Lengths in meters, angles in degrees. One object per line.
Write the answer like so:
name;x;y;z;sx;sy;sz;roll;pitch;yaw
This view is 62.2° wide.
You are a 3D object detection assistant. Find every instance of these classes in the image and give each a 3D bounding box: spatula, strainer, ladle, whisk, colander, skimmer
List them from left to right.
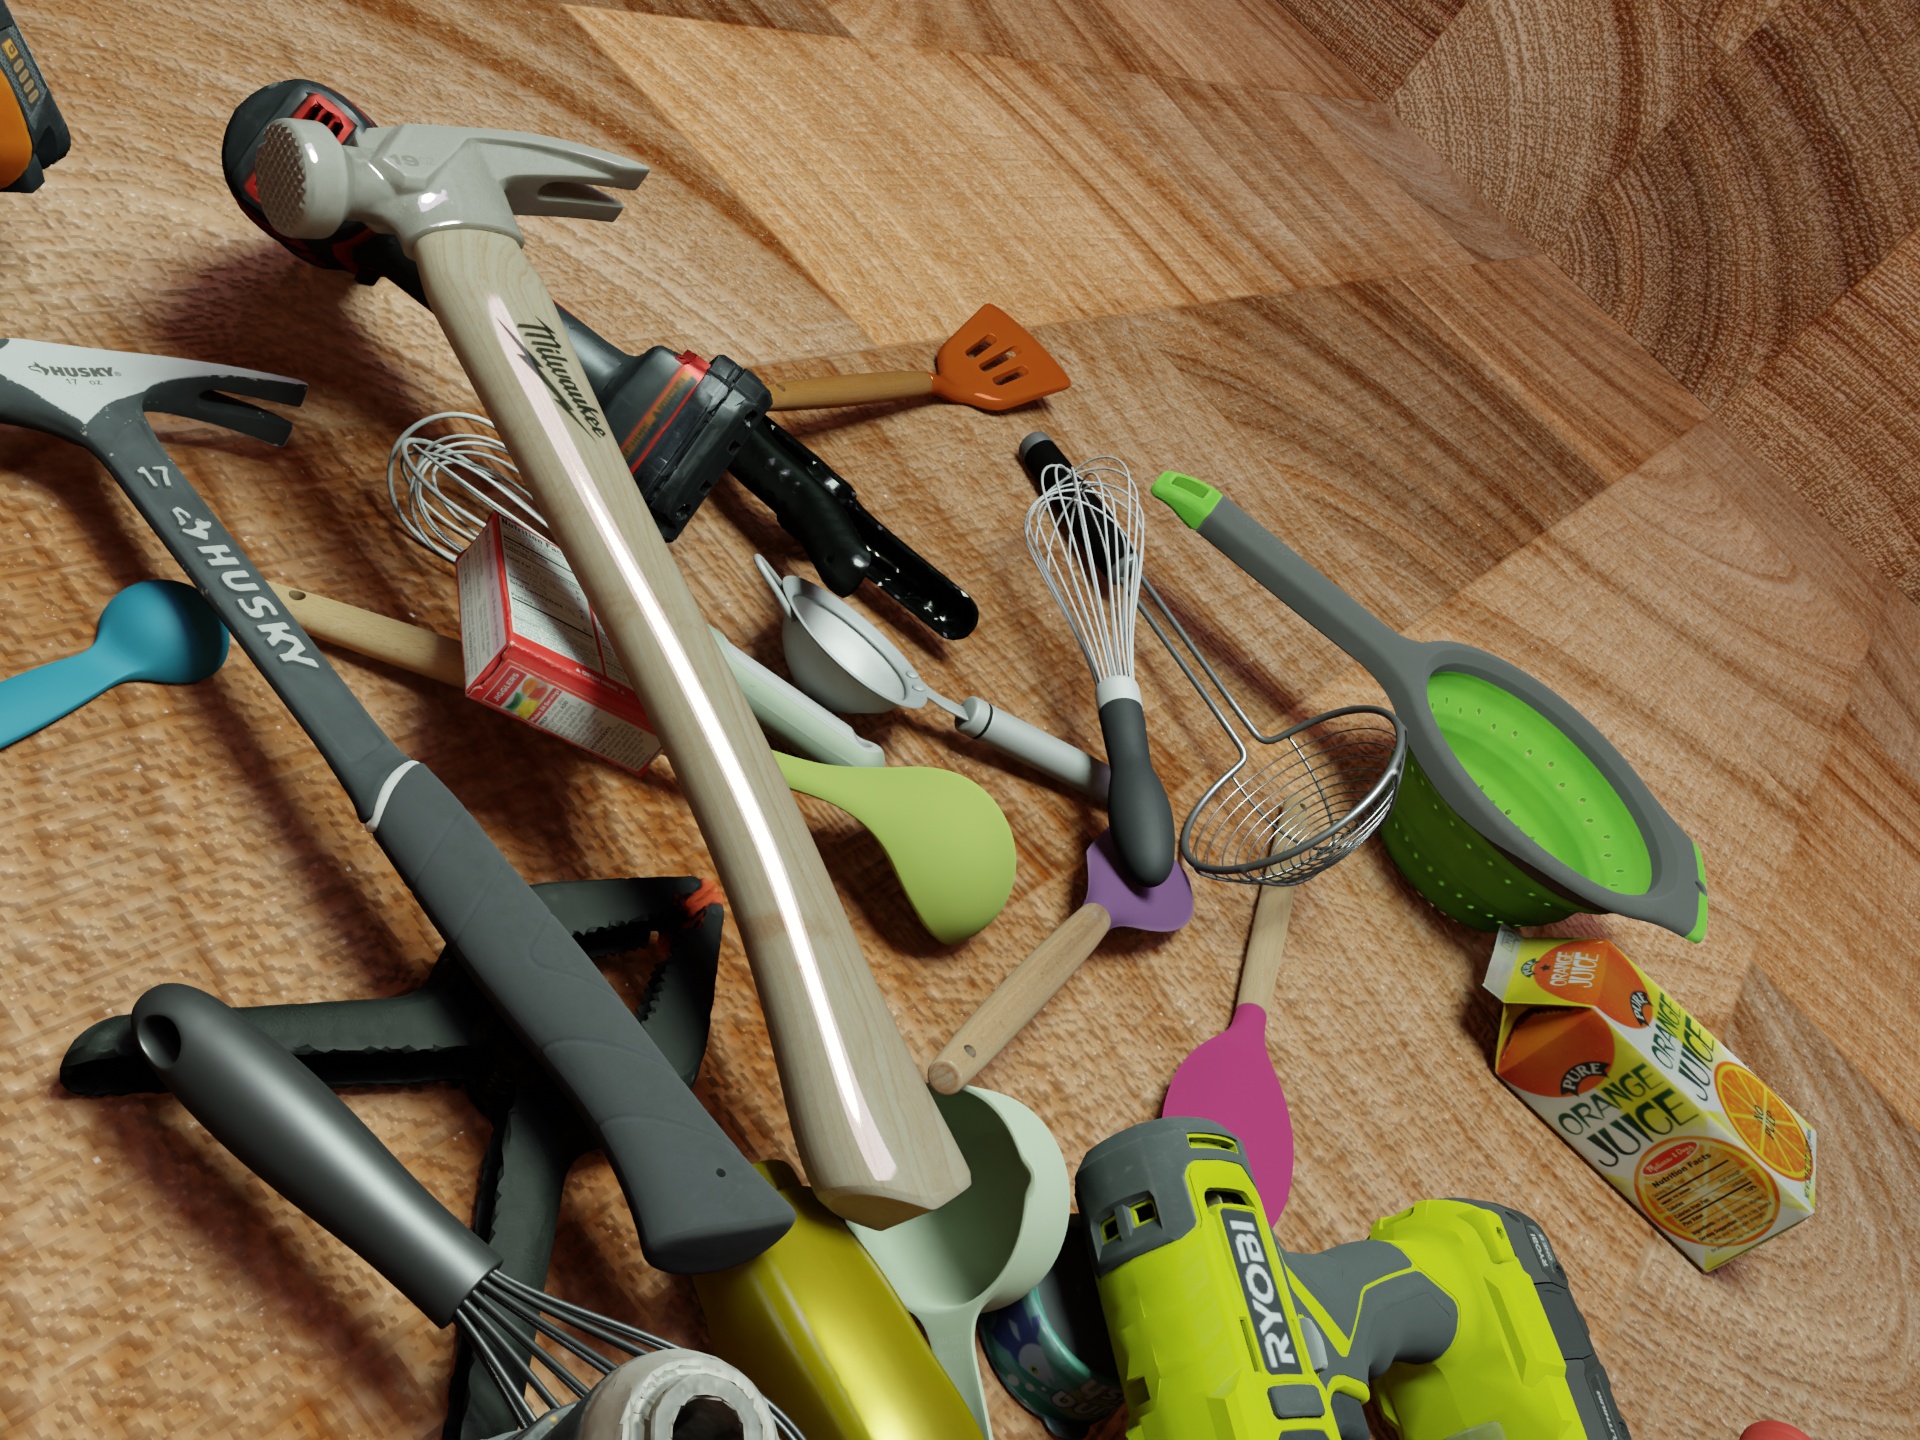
whisk;-0.129;0.148;0.419;0.239;0.055;0.055;39;35;6
whisk;-0.133;-0.045;0.677;0.246;0.059;0.058;35;8;-14
ladle;-0.121;0.014;0.637;0.320;0.062;0.078;20;37;-16
spatula;-0.028;-0.203;0.929;0.081;0.041;0.322;47;27;8
strainer;-0.001;-0.002;0.757;0.258;0.050;0.087;26;21;-29
spatula;0.051;0.092;0.667;0.060;0.018;0.316;46;21;8
whisk;0.077;-0.035;0.809;0.070;0.070;0.285;20;43;-27
skimmer;0.112;-0.057;0.875;0.364;0.127;0.090;59;8;34
colander;0.252;0.006;0.938;0.397;0.094;0.204;39;34;1

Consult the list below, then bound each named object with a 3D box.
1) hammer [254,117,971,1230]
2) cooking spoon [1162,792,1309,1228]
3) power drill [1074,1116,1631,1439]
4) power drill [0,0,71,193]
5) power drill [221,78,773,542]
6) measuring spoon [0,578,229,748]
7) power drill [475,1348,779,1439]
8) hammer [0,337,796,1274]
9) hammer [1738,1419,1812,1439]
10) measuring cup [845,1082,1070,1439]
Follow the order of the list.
hammer;-0.095;-0.029;0.543;0.146;0.038;0.411;-16;75;-46
cooking spoon;0.145;0.126;0.772;0.068;0.017;0.319;38;36;-6
power drill;0.144;0.241;0.566;0.223;0.080;0.171;20;43;-39
power drill;-0.369;-0.165;0.502;0.164;0.084;0.227;-7;45;1
power drill;-0.201;-0.176;0.693;0.226;0.080;0.188;36;-1;-16
measuring spoon;-0.290;-0.017;0.517;0.042;0.021;0.129;41;33;0
power drill;-0.158;0.165;0.307;0.226;0.185;0.084;17;43;-26
hammer;-0.191;0.010;0.518;0.409;0.036;0.149;47;31;17
hammer;0.268;0.371;0.607;0.359;0.036;0.149;-19;66;-50
measuring cup;0.008;0.206;0.530;0.038;0.083;0.168;21;54;-49
